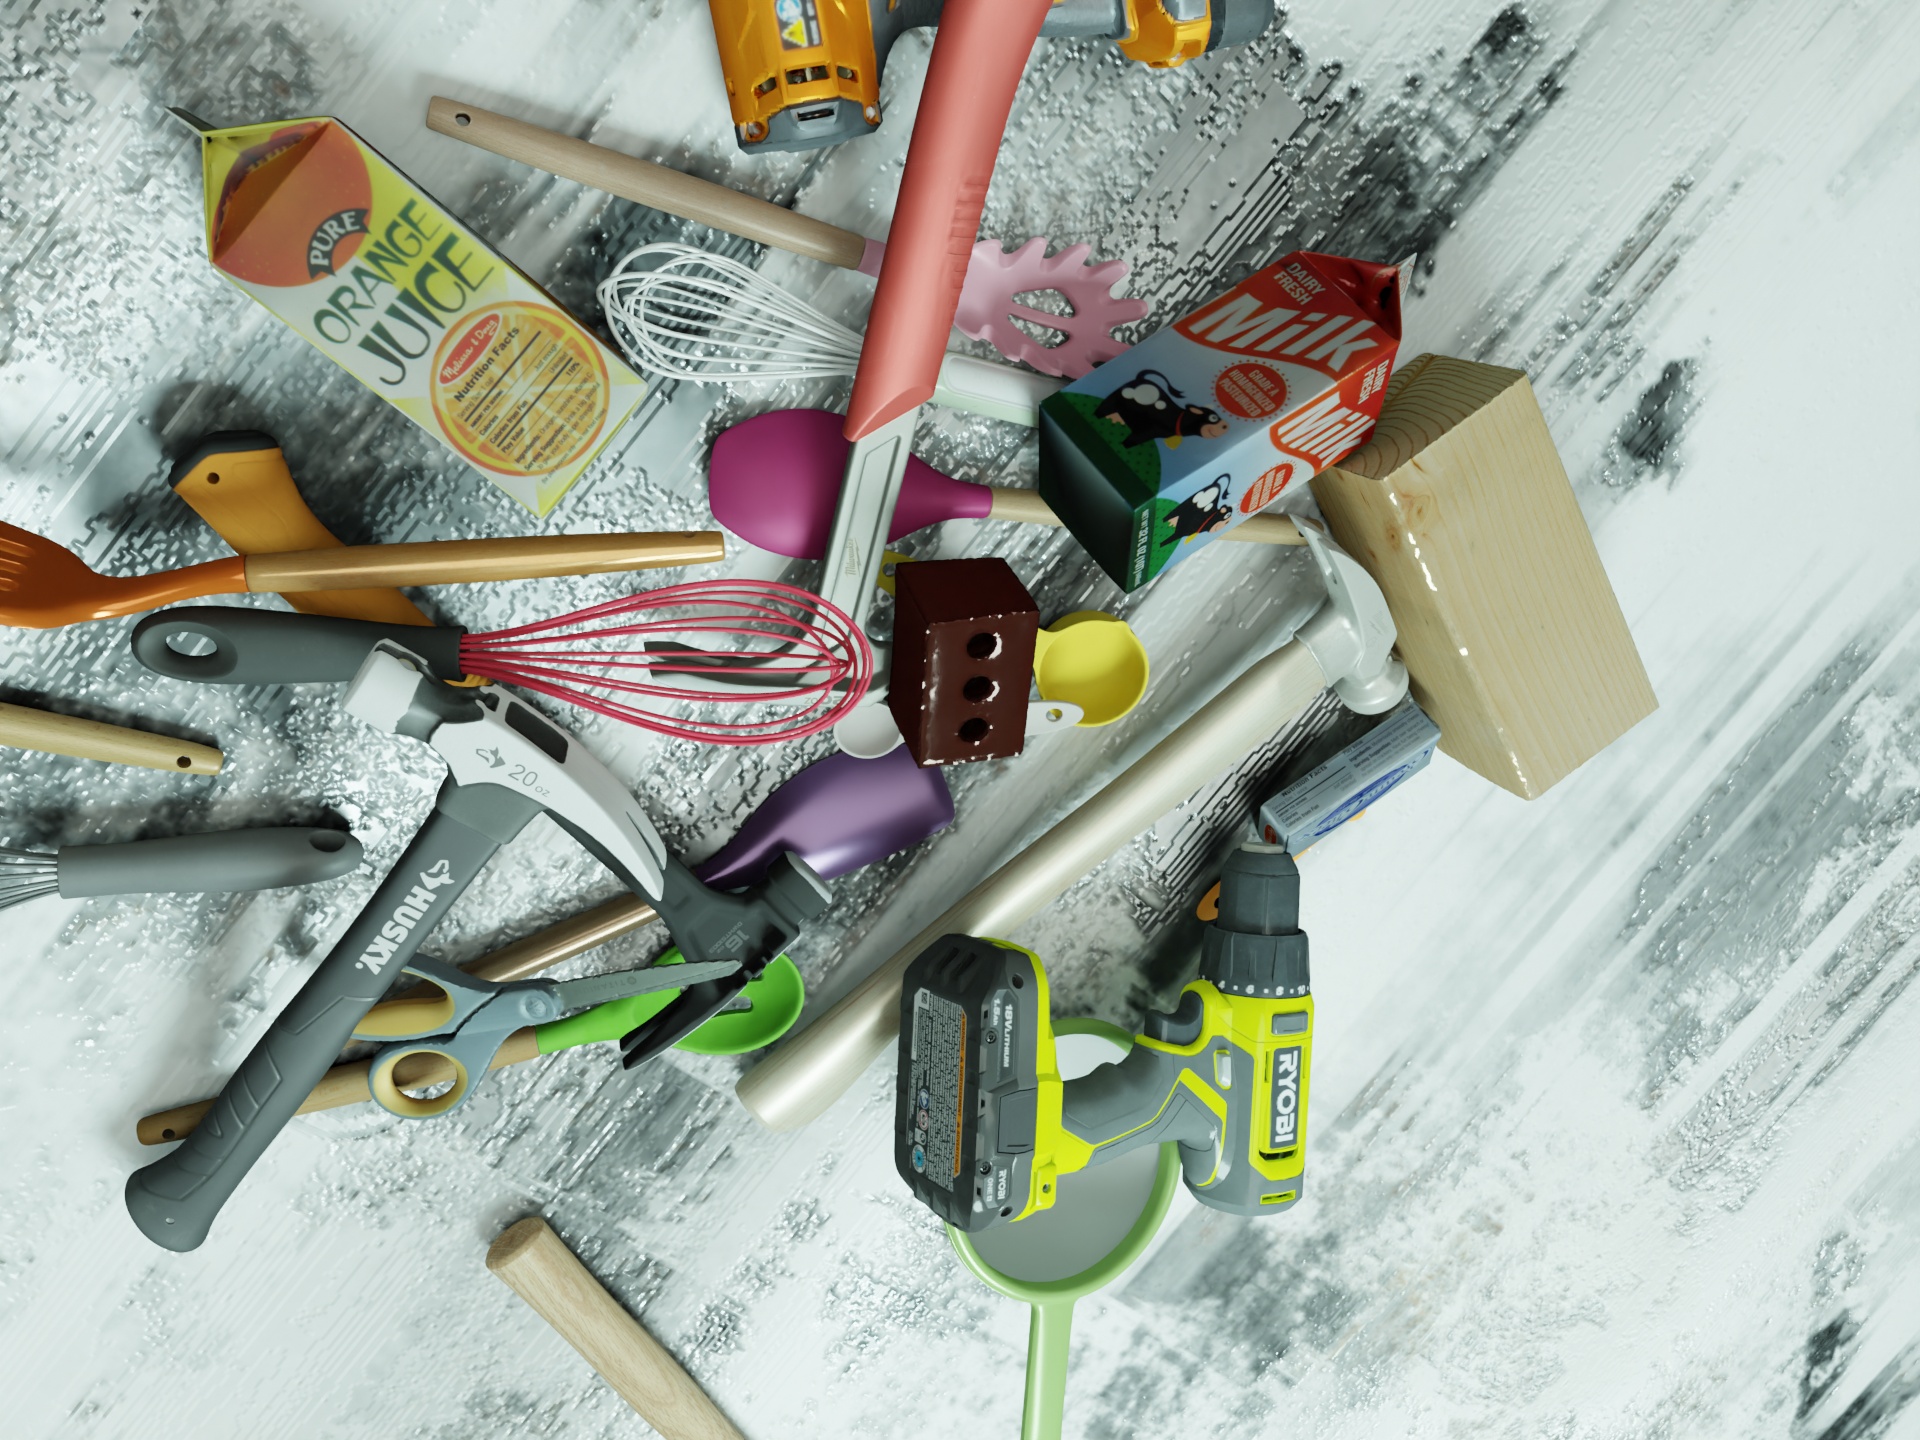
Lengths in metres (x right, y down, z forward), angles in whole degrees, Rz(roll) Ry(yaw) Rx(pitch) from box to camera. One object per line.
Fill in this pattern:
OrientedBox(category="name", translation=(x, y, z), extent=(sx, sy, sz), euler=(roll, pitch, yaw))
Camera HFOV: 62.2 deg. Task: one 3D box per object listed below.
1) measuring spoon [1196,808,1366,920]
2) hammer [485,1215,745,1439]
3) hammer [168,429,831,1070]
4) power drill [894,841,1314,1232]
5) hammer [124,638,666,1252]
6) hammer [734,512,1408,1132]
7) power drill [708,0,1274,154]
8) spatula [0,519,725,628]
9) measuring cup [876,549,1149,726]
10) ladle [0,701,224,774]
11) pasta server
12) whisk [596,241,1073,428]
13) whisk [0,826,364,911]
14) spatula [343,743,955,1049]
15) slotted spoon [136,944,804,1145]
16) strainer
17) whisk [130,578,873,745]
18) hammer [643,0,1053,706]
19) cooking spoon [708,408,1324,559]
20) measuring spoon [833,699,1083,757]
OrientedBox(category="measuring spoon", translation=(0.181, 0.077, 0.888), extent=(0.117, 0.011, 0.021), euler=(-35, 116, -4))
OrientedBox(category="hammer", translation=(-0.151, 0.391, 0.881), extent=(0.130, 0.031, 0.331), euler=(-35, 116, -4))
OrientedBox(category="hammer", translation=(-0.211, 0.011, 0.703), extent=(0.127, 0.034, 0.336), euler=(-43, 111, -1))
OrientedBox(category="power drill", translation=(0.086, 0.159, 0.801), extent=(0.228, 0.080, 0.190), euler=(1, 93, -32))
OrientedBox(category="hammer", translation=(-0.264, 0.122, 0.684), extent=(0.146, 0.035, 0.334), euler=(33, 113, -22))
OrientedBox(category="hammer", translation=(0.048, 0.065, 0.805), extent=(0.410, 0.038, 0.146), euler=(-39, 141, 1))
OrientedBox(category="power drill", translation=(0.004, -0.332, 0.644), extent=(0.226, 0.084, 0.164), euler=(-14, 113, -9))
OrientedBox(category="spatula", translation=(-0.255, -0.067, 0.624), extent=(0.322, 0.081, 0.041), euler=(-5, 127, -12))
OrientedBox(category="measuring cup", translation=(0.021, -0.049, 0.787), extent=(0.156, 0.029, 0.062), euler=(26, 108, -13))
OrientedBox(category="ladle", translation=(-0.462, -0.014, 0.631), extent=(0.315, 0.031, 0.069), euler=(13, 107, -24))
OrientedBox(category="pasta server", translation=(-0.067, -0.211, 0.686), extent=(0.316, 0.040, 0.060), euler=(13, 92, -21))
OrientedBox(category="whisk", translation=(-0.040, -0.162, 0.710), extent=(0.246, 0.059, 0.058), euler=(8, 79, -25))
OrientedBox(category="whisk", translation=(-0.381, 0.067, 0.678), extent=(0.239, 0.055, 0.055), euler=(-3, 110, -21))
OrientedBox(category="spatula", translation=(-0.152, 0.087, 0.777), extent=(0.316, 0.018, 0.059), euler=(-24, 103, -10))
OrientedBox(category="slotted spoon", translation=(-0.232, 0.159, 0.772), extent=(0.313, 0.031, 0.070), euler=(-12, 112, -12))
OrientedBox(category="strainer", translation=(0.038, 0.283, 0.862), extent=(0.151, 0.069, 0.256), euler=(3, 92, -29))
OrientedBox(category="whisk", translation=(-0.183, -0.027, 0.651), extent=(0.295, 0.073, 0.073), euler=(2, 109, -6))
OrientedBox(category="hammer", translation=(-0.030, -0.163, 0.660), extent=(0.149, 0.037, 0.358), euler=(3, 122, -23))
OrientedBox(category="cooking spoon", translation=(0.037, -0.104, 0.769), extent=(0.318, 0.017, 0.068), euler=(2, 99, -21))
OrientedBox(category="measuring spoon", translation=(-0.001, -0.003, 0.785), extent=(0.124, 0.018, 0.034), euler=(-4, 127, -7))
